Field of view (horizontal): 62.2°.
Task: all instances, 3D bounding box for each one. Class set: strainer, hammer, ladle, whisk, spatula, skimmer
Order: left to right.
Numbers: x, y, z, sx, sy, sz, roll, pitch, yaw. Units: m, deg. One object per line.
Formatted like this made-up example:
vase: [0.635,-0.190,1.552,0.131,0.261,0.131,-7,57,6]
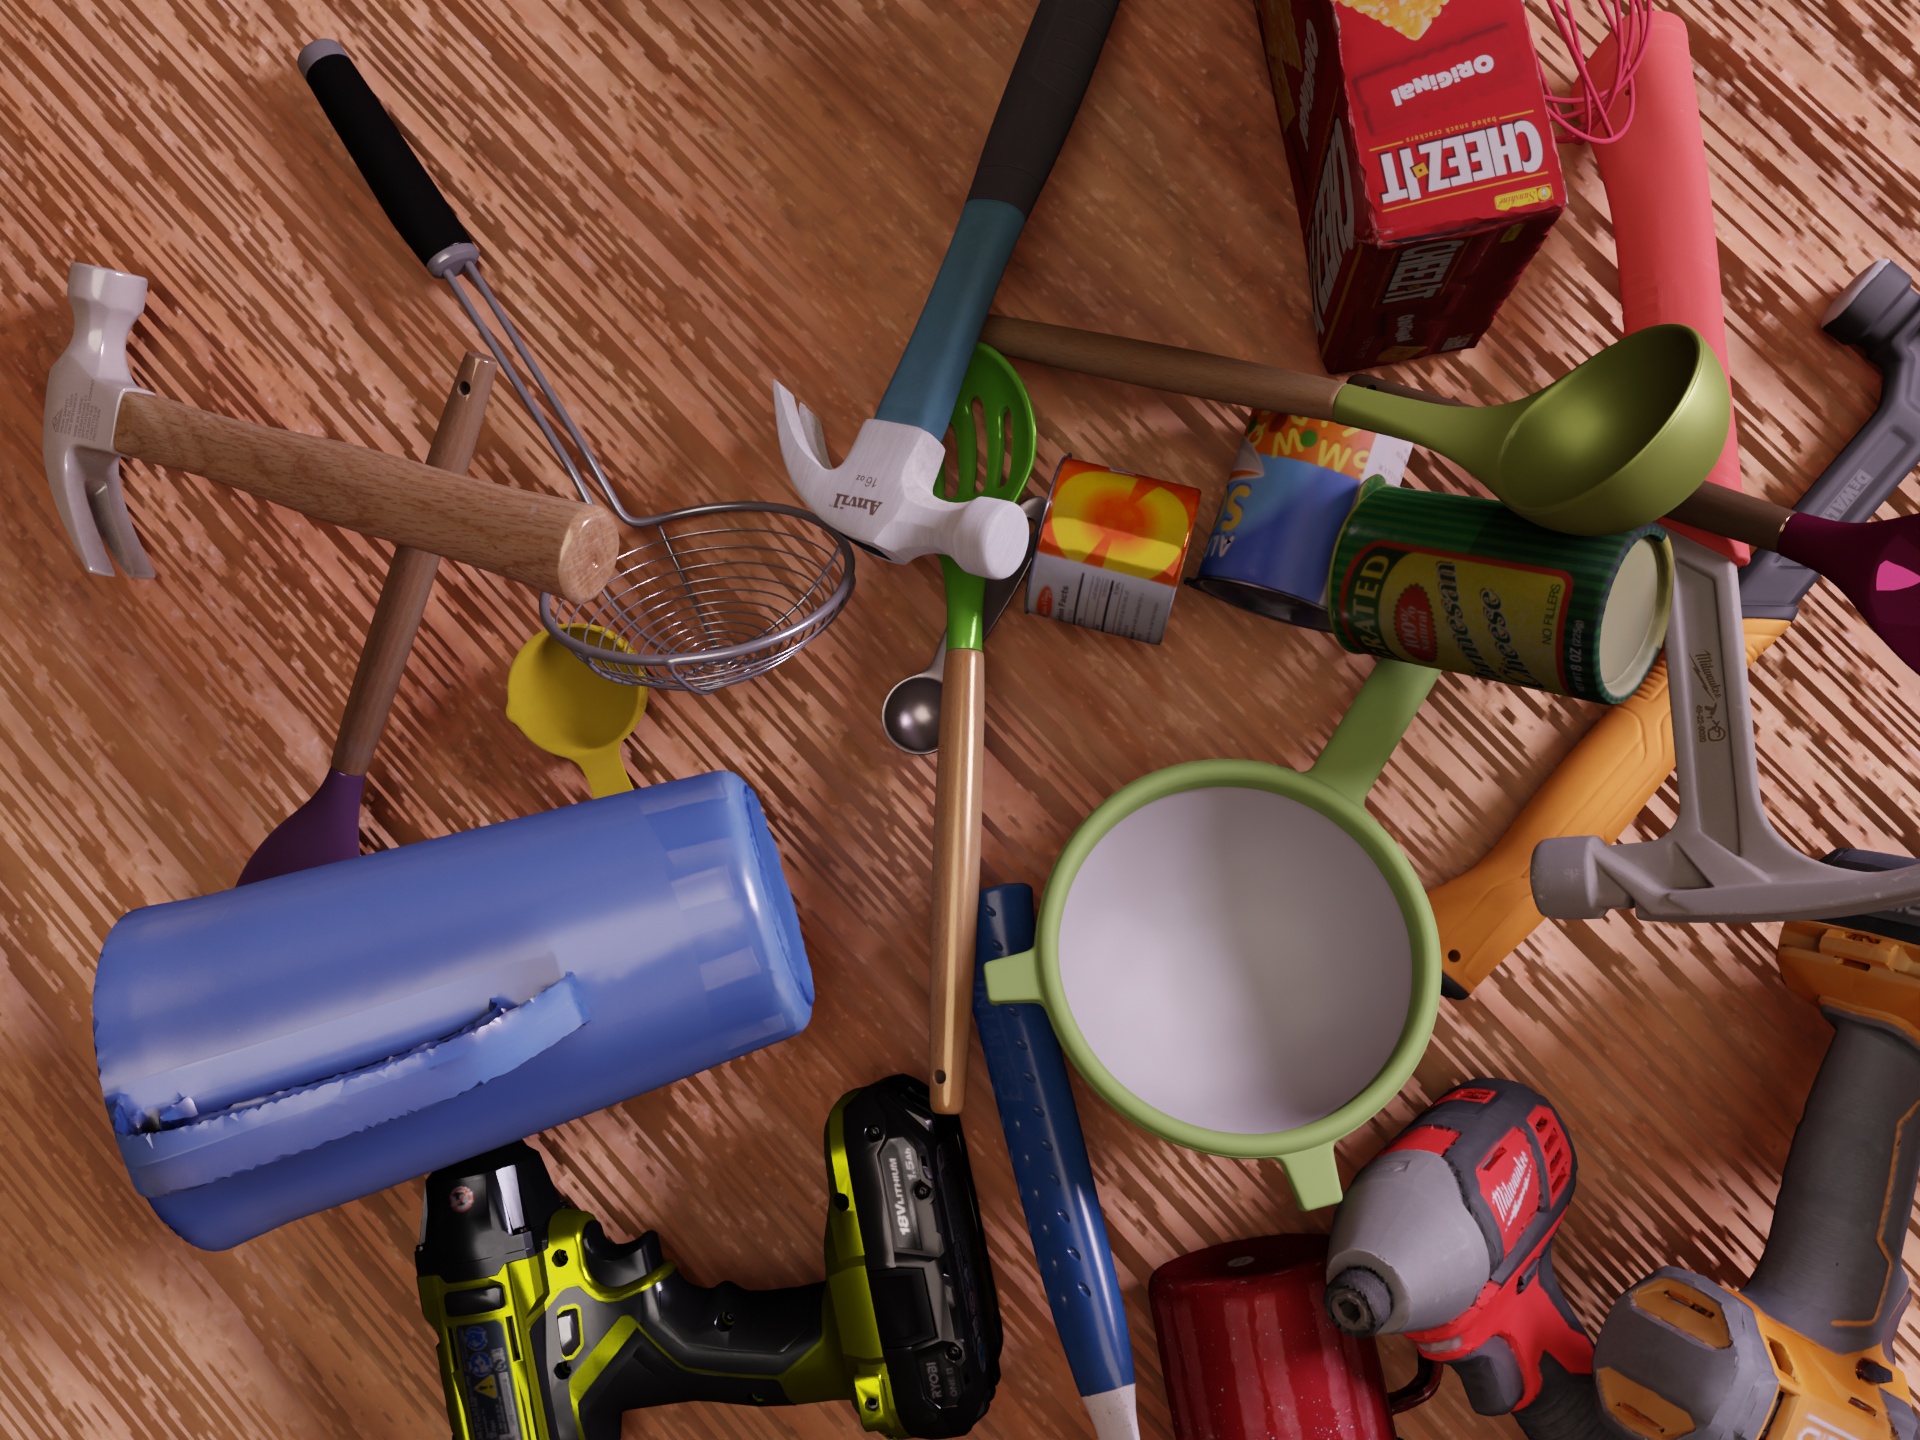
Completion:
hammer: [-0.267,-0.098,0.640,0.331,0.031,0.130,18,99,29]
spatula: [-0.249,-0.004,0.661,0.060,0.018,0.316,26,106,6]
skimmer: [-0.178,-0.162,0.663,0.127,0.090,0.363,-29,80,-29]
hammer: [0.021,-0.219,0.650,0.128,0.033,0.331,15,79,32]
hammer: [0.053,0.261,0.591,0.144,0.035,0.406,-36,61,45]
ladle: [0.115,-0.130,0.588,0.320,0.062,0.078,20,69,33]
strainer: [0.132,0.055,0.634,0.151,0.069,0.256,32,71,12]
whisk: [0.208,-0.355,0.639,0.073,0.073,0.296,-14,74,5]
hammer: [0.281,-0.105,0.595,0.149,0.036,0.359,-10,72,37]
hammer: [0.302,-0.017,0.631,0.127,0.034,0.337,41,92,8]

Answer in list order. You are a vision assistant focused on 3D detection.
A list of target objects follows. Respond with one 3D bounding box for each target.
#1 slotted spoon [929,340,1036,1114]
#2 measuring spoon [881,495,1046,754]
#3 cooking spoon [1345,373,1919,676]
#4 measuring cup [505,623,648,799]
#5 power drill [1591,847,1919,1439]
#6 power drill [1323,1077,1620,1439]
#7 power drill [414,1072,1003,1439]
slotted spoon: [-0.001,-0.002,0.644,0.070,0.031,0.314,-5,77,31]
measuring spoon: [0.006,-0.040,0.677,0.034,0.018,0.124,27,83,16]
cooking spoon: [0.268,-0.075,0.562,0.319,0.017,0.068,32,106,39]
measuring cup: [-0.145,0.032,0.686,0.062,0.029,0.156,-20,97,5]
power drill: [0.338,0.183,0.572,0.185,0.084,0.226,32,81,-24]
power drill: [0.206,0.254,0.573,0.078,0.143,0.220,-28,84,42]
power drill: [-0.106,0.222,0.641,0.223,0.080,0.171,-12,86,8]
